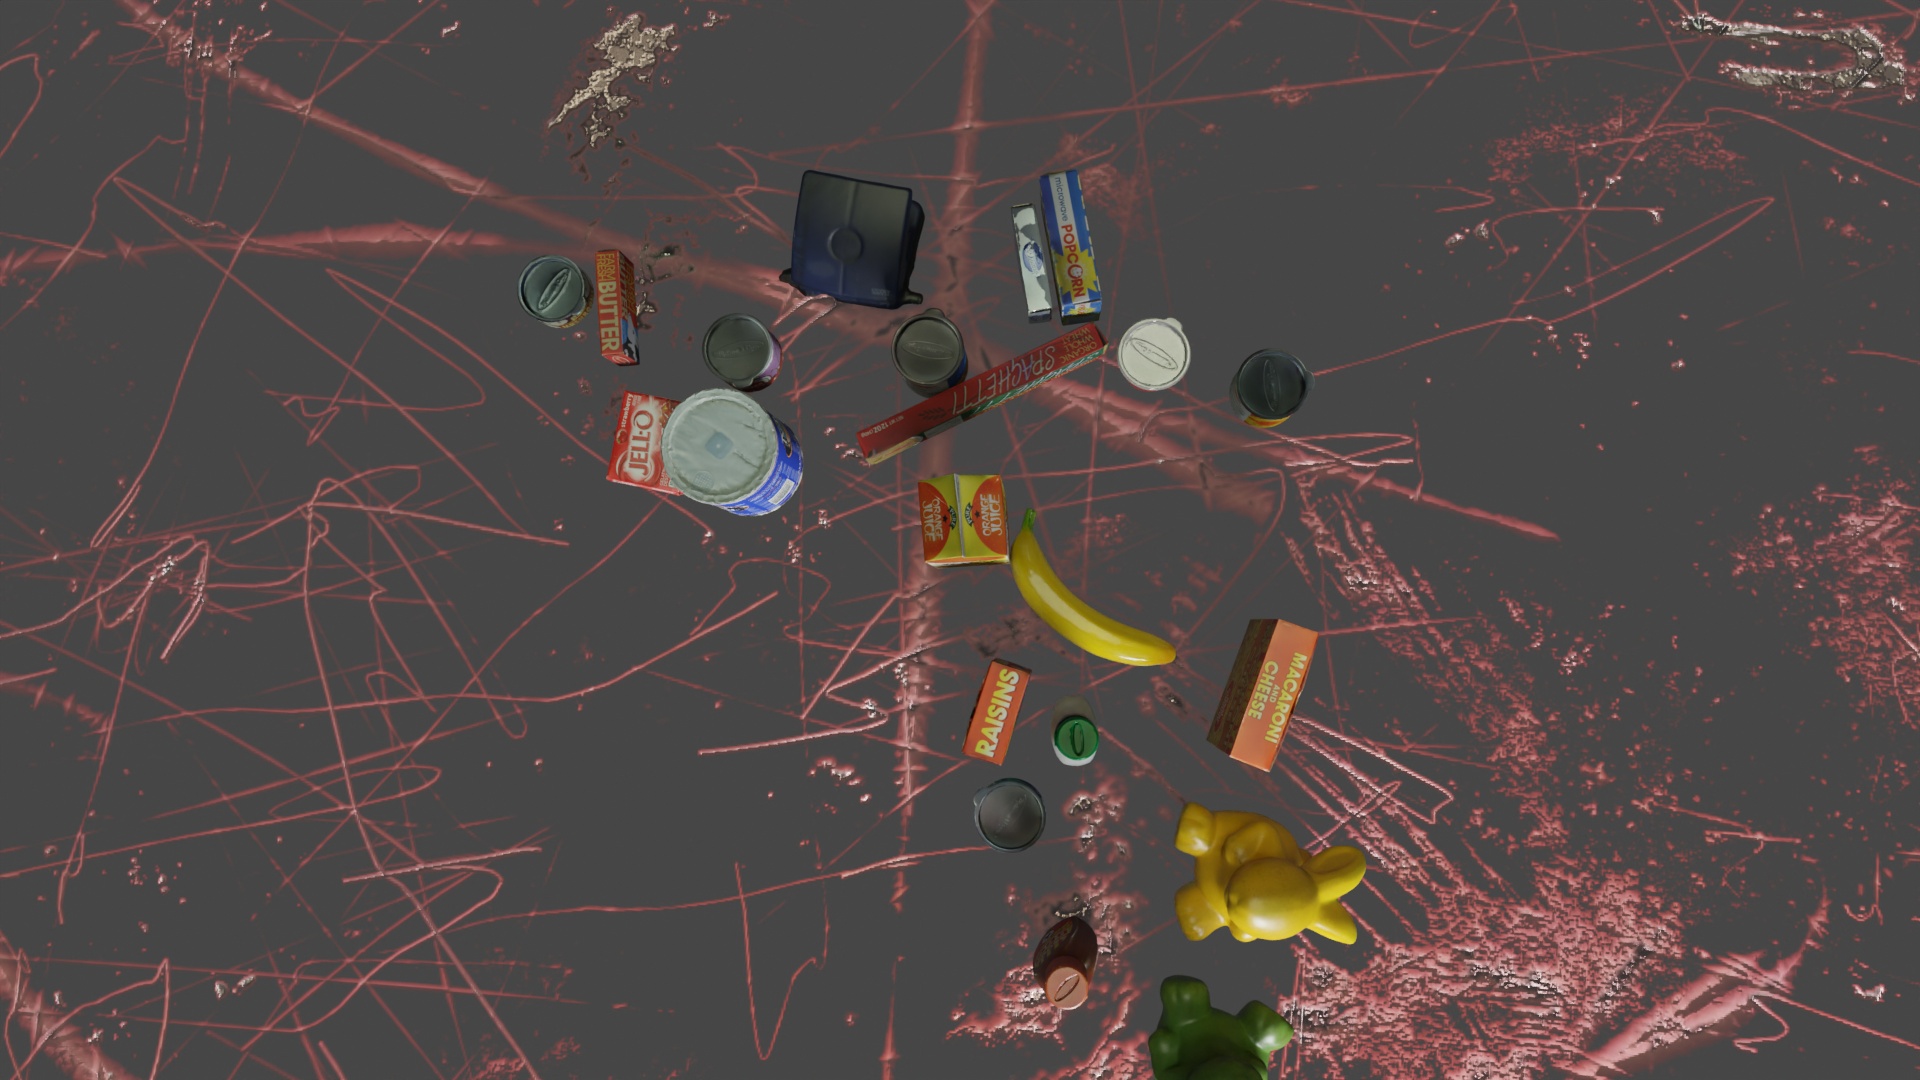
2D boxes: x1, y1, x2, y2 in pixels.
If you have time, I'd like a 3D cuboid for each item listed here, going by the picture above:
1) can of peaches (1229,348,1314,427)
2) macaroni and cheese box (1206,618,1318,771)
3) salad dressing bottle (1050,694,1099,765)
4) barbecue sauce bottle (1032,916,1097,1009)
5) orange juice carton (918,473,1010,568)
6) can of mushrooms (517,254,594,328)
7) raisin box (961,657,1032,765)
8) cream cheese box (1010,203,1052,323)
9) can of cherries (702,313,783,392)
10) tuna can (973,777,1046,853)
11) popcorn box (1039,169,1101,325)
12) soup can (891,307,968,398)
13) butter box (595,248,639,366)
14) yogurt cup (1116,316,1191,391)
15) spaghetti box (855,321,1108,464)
[{"bbox_3d":[0.288,-0.141,1.291,0.071,0.058,0.071,0,86,3],"label":"can of peaches"},{"bbox_3d":[0.263,0.131,1.218,0.040,0.166,0.123,20,88,4],"label":"macaroni and cheese box"},{"bbox_3d":[0.102,0.171,1.234,0.044,0.147,0.064,-4,86,3],"label":"salad dressing bottle"},{"bbox_3d":[0.093,0.374,1.220,0.044,0.148,0.065,44,90,5],"label":"barbecue sauce bottle"},{"bbox_3d":[0.004,-0.015,1.230,0.073,0.192,0.072,-5,86,3],"label":"orange juice carton"},{"bbox_3d":[-0.390,-0.240,1.348,0.071,0.033,0.071,0,86,3],"label":"can of mushrooms"},{"bbox_3d":[0.034,0.151,1.251,0.040,0.123,0.086,18,88,4],"label":"raisin box"},{"bbox_3d":[0.067,-0.260,1.314,0.024,0.053,0.104,-10,86,3],"label":"cream cheese box"},{"bbox_3d":[-0.206,-0.175,1.321,0.071,0.058,0.071,0,86,3],"label":"can of cherries"},{"bbox_3d":[0.044,0.253,1.289,0.071,0.033,0.071,0,86,3],"label":"tuna can"},{"bbox_3d":[0.102,-0.272,1.297,0.038,0.085,0.126,-10,86,3],"label":"popcorn box"},{"bbox_3d":[-0.026,-0.173,1.298,0.071,0.084,0.071,0,86,3],"label":"soup can"},{"bbox_3d":[-0.329,-0.223,1.334,0.024,0.053,0.103,-5,86,3],"label":"butter box"},{"bbox_3d":[0.179,-0.170,1.301,0.072,0.054,0.072,0,86,3],"label":"yogurt cup"},{"bbox_3d":[0.021,-0.138,1.309,0.250,0.050,0.028,-25,85,1],"label":"spaghetti box"}]
